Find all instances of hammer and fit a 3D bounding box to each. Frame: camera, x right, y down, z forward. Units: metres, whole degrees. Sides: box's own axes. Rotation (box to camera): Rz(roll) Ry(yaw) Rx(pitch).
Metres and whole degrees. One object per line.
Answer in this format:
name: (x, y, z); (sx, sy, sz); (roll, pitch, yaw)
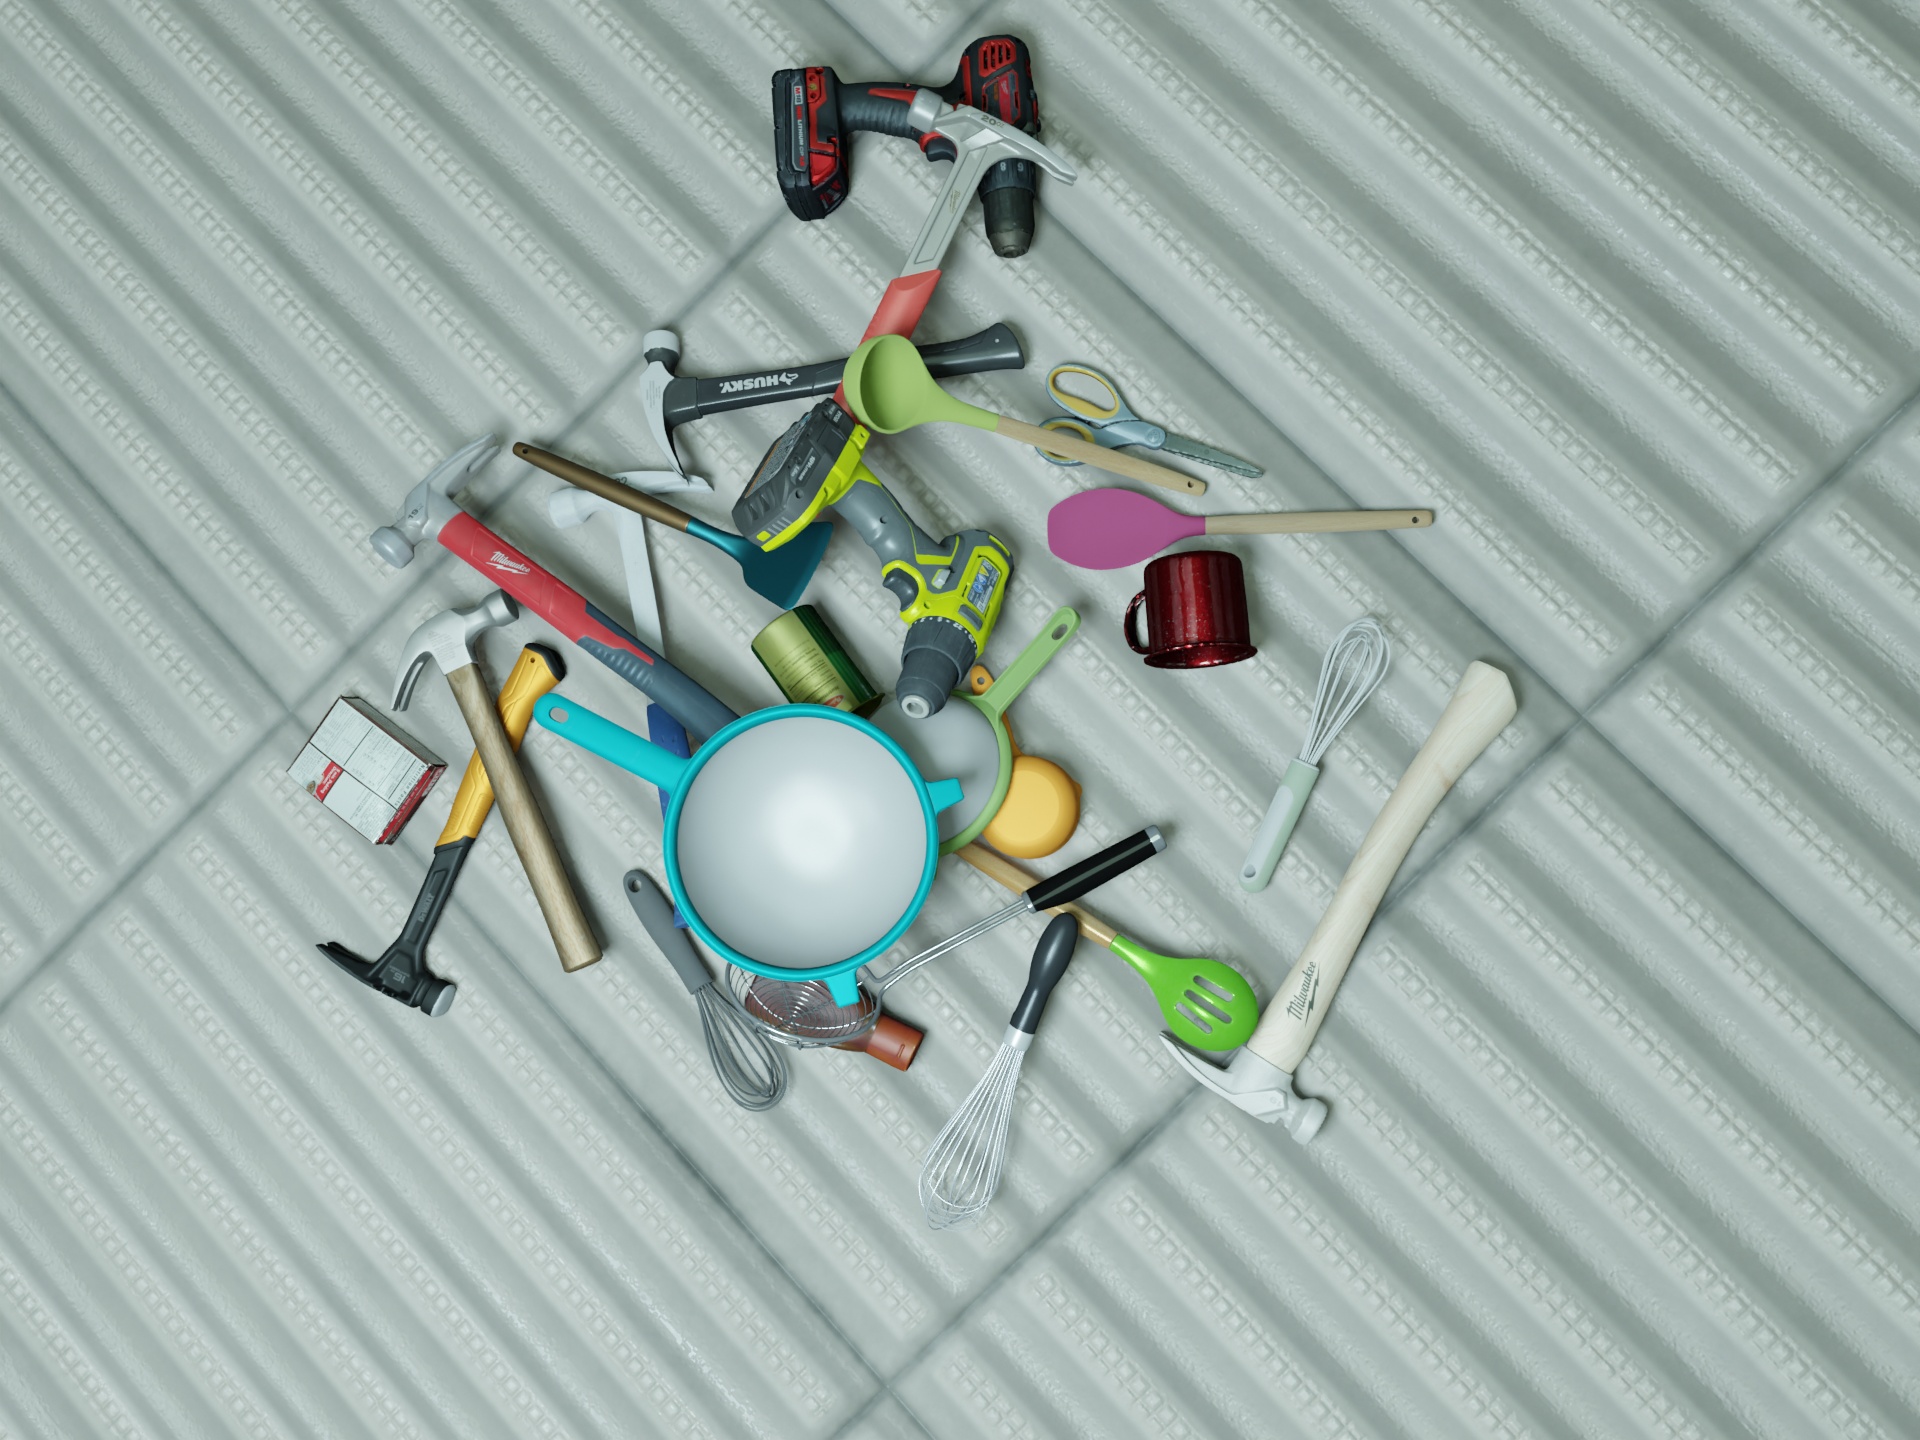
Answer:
hammer: (-0.253, -0.027, 1.364); (0.144, 0.035, 0.406); (-14, 76, 6)
hammer: (-0.045, -0.332, 1.326); (0.149, 0.037, 0.359); (26, 93, -5)
hammer: (-0.389, 0.061, 1.369); (0.130, 0.031, 0.331); (-24, 84, 4)
hammer: (0.320, 0.131, 1.295); (0.146, 0.038, 0.410); (30, 90, 10)
hammer: (-0.308, -0.093, 1.343); (0.386, 0.038, 0.143); (35, 70, 11)
hammer: (-0.111, -0.293, 1.378); (0.335, 0.035, 0.146); (-8, 68, 4)
hammer: (-0.444, 0.085, 1.407); (0.127, 0.034, 0.337); (25, 89, 8)

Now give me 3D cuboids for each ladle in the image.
ladle: (0.057, -0.237, 1.303); (0.320, 0.062, 0.078); (16, 89, -12)

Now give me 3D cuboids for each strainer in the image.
strainer: (-0.002, -0.004, 1.304); (0.256, 0.069, 0.152); (-47, 56, 5)
strainer: (-0.177, 0.068, 1.257); (0.340, 0.095, 0.211); (27, 86, 6)

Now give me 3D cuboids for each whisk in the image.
whisk: (0.034, 0.287, 1.296); (0.070, 0.070, 0.284); (23, 95, 9)
whisk: (0.286, 0.029, 1.303); (0.058, 0.059, 0.246); (28, 95, 47)
whisk: (-0.224, 0.229, 1.361); (0.055, 0.055, 0.239); (-36, 77, 4)

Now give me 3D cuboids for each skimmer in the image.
skimmer: (-0.009, 0.156, 1.276); (0.363, 0.090, 0.127); (-27, 38, 1)

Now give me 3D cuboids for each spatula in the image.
spatula: (-0.254, -0.181, 1.356); (0.317, 0.044, 0.082); (24, 82, 14)

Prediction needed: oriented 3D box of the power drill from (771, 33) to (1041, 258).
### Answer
power drill: (-0.042, -0.486, 1.376); (0.226, 0.080, 0.188); (-4, 85, 5)

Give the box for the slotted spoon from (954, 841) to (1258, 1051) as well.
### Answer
slotted spoon: (0.103, 0.170, 1.307); (0.314, 0.031, 0.070); (31, 91, 18)

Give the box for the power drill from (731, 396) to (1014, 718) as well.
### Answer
power drill: (-0.065, -0.126, 1.264); (0.228, 0.191, 0.080); (41, 135, -21)

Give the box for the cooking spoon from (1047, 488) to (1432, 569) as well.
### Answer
cooking spoon: (0.232, -0.164, 1.338); (0.319, 0.017, 0.068); (-1, 98, 8)

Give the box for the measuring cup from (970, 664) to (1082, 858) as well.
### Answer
measuring cup: (0.040, 0.033, 1.332); (0.095, 0.052, 0.174); (-21, 85, 6)
